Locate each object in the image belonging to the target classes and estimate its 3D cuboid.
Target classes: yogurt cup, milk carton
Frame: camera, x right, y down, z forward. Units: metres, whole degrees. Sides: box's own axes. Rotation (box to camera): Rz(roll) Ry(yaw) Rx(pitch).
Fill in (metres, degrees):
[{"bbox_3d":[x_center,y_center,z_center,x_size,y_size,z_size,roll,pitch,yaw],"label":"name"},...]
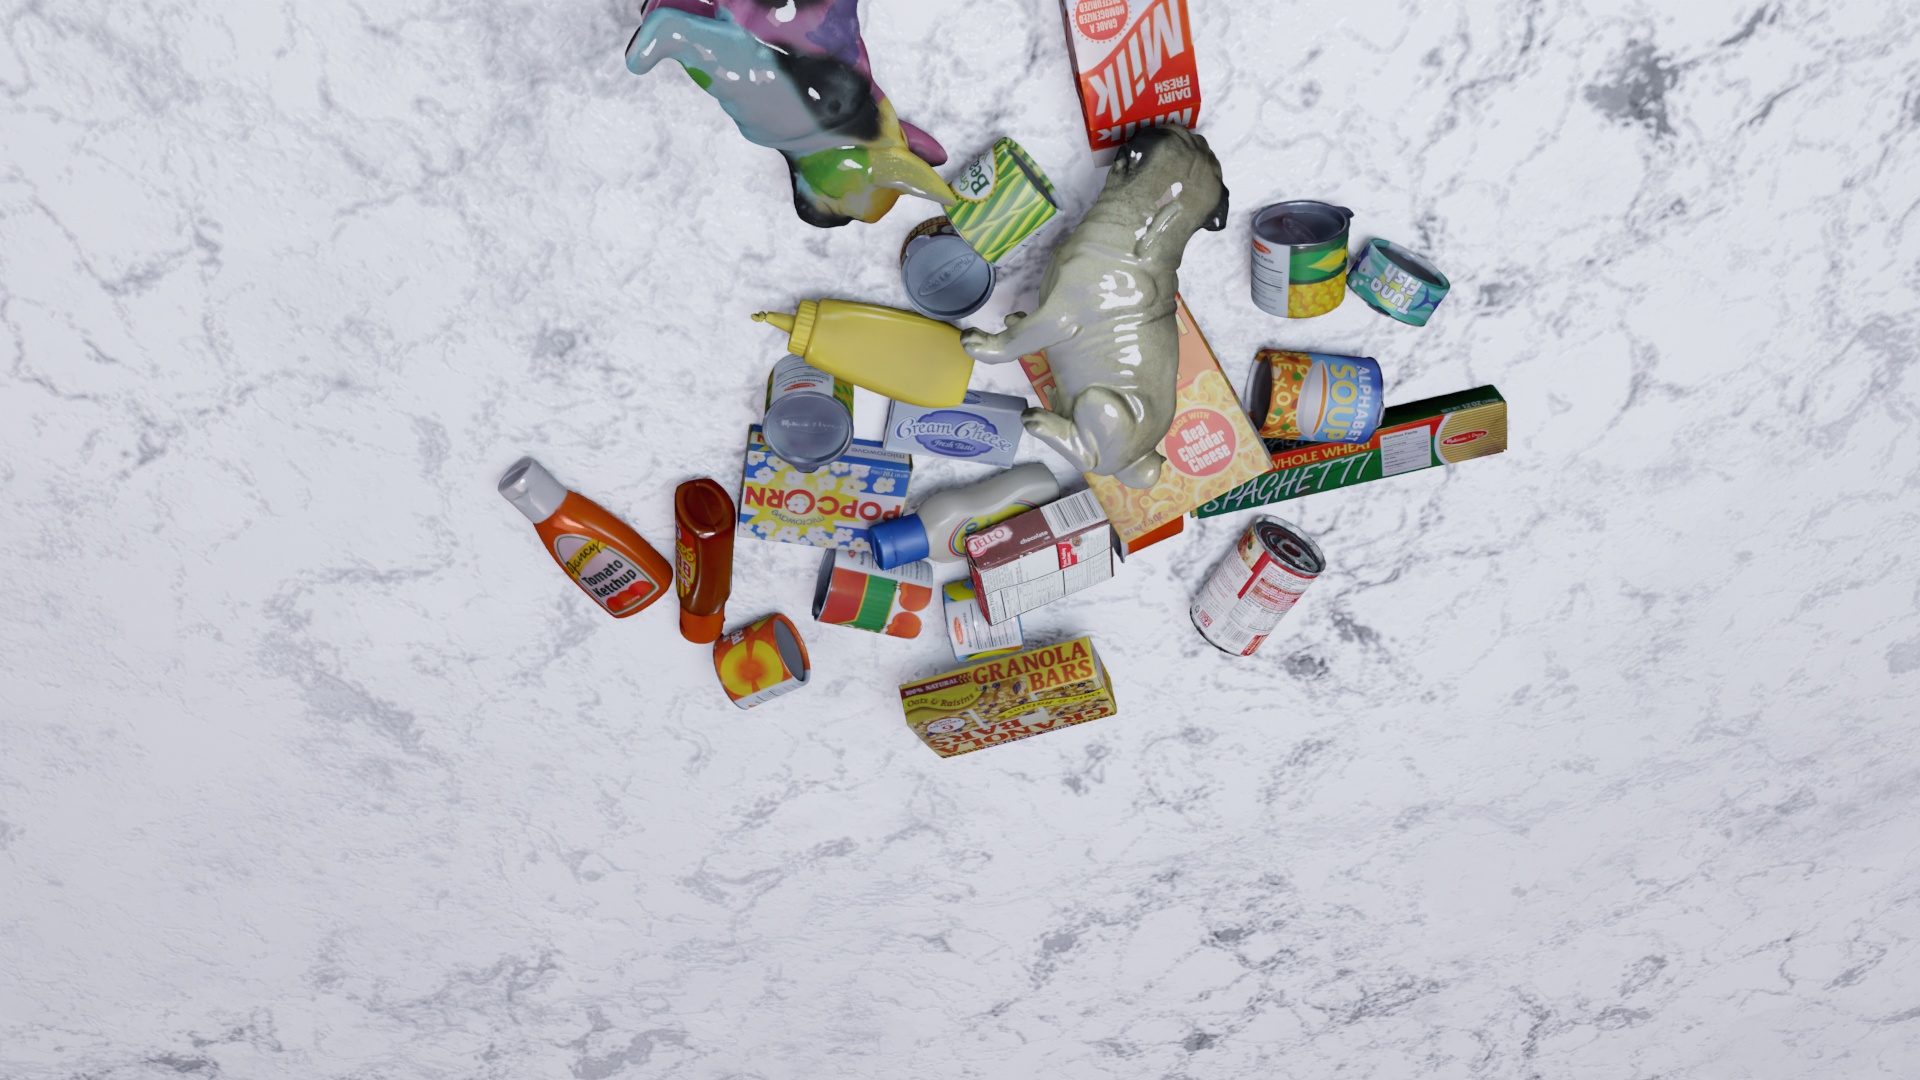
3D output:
[{"bbox_3d":[0.142,-0.025,1.090,0.054,0.073,0.072,-16,127,-2],"label":"yogurt cup"},{"bbox_3d":[0.100,-0.322,0.850,0.072,0.074,0.189,-12,128,5],"label":"milk carton"}]

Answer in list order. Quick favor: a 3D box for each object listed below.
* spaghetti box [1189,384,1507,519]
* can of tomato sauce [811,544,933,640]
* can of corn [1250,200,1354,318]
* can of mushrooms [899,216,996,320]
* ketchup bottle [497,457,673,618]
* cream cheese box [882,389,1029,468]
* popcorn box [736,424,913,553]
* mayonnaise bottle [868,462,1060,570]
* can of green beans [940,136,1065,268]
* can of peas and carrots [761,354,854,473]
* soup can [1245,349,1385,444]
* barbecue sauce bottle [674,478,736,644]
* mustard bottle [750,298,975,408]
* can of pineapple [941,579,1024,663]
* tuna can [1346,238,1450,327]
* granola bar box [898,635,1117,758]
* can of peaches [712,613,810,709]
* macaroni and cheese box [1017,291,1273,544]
[{"bbox_3d":[0.299,-0.069,1.088,0.250,0.029,0.050,-12,127,5],"label":"spaghetti box"},{"bbox_3d":[-0.072,0.043,1.124,0.083,0.071,0.070,13,126,-14],"label":"can of tomato sauce"},{"bbox_3d":[0.237,-0.195,0.963,0.071,0.071,0.058,-7,129,1],"label":"can of corn"},{"bbox_3d":[-0.011,-0.192,0.968,0.071,0.034,0.070,-2,128,-2],"label":"can of mushrooms"},{"bbox_3d":[-0.295,-0.003,1.087,0.064,0.044,0.148,-29,124,18],"label":"ketchup bottle"},{"bbox_3d":[-0.004,-0.088,1.054,0.104,0.024,0.053,8,126,-10],"label":"cream cheese box"},{"bbox_3d":[-0.106,-0.038,1.077,0.127,0.038,0.084,7,128,-10],"label":"popcorn box"},{"bbox_3d":[0.004,-0.013,1.074,0.148,0.041,0.064,-17,135,-16],"label":"mayonnaise bottle"},{"bbox_3d":[0.028,-0.225,0.925,0.057,0.071,0.071,-37,122,21],"label":"can of green beans"},{"bbox_3d":[-0.111,-0.095,1.020,0.071,0.059,0.070,-2,128,-2],"label":"can of peas and carrots"},{"bbox_3d":[0.262,-0.106,1.030,0.084,0.072,0.071,3,127,-6],"label":"soup can"},{"bbox_3d":[-0.204,0.023,1.104,0.044,0.065,0.147,-12,140,-22],"label":"barbecue sauce bottle"},{"bbox_3d":[-0.070,-0.141,0.990,0.160,0.049,0.065,16,97,-12],"label":"mustard bottle"},{"bbox_3d":[0.019,0.063,1.149,0.058,0.071,0.070,-11,128,4],"label":"can of pineapple"},{"bbox_3d":[0.307,-0.181,0.976,0.071,0.071,0.032,18,123,-17],"label":"tuna can"},{"bbox_3d":[0.044,0.138,1.191,0.165,0.039,0.124,-16,155,8],"label":"granola bar box"},{"bbox_3d":[-0.166,0.099,1.162,0.058,0.071,0.071,-22,126,13],"label":"can of peaches"},{"bbox_3d":[0.132,-0.099,1.008,0.123,0.040,0.166,-28,100,16],"label":"macaroni and cheese box"}]
